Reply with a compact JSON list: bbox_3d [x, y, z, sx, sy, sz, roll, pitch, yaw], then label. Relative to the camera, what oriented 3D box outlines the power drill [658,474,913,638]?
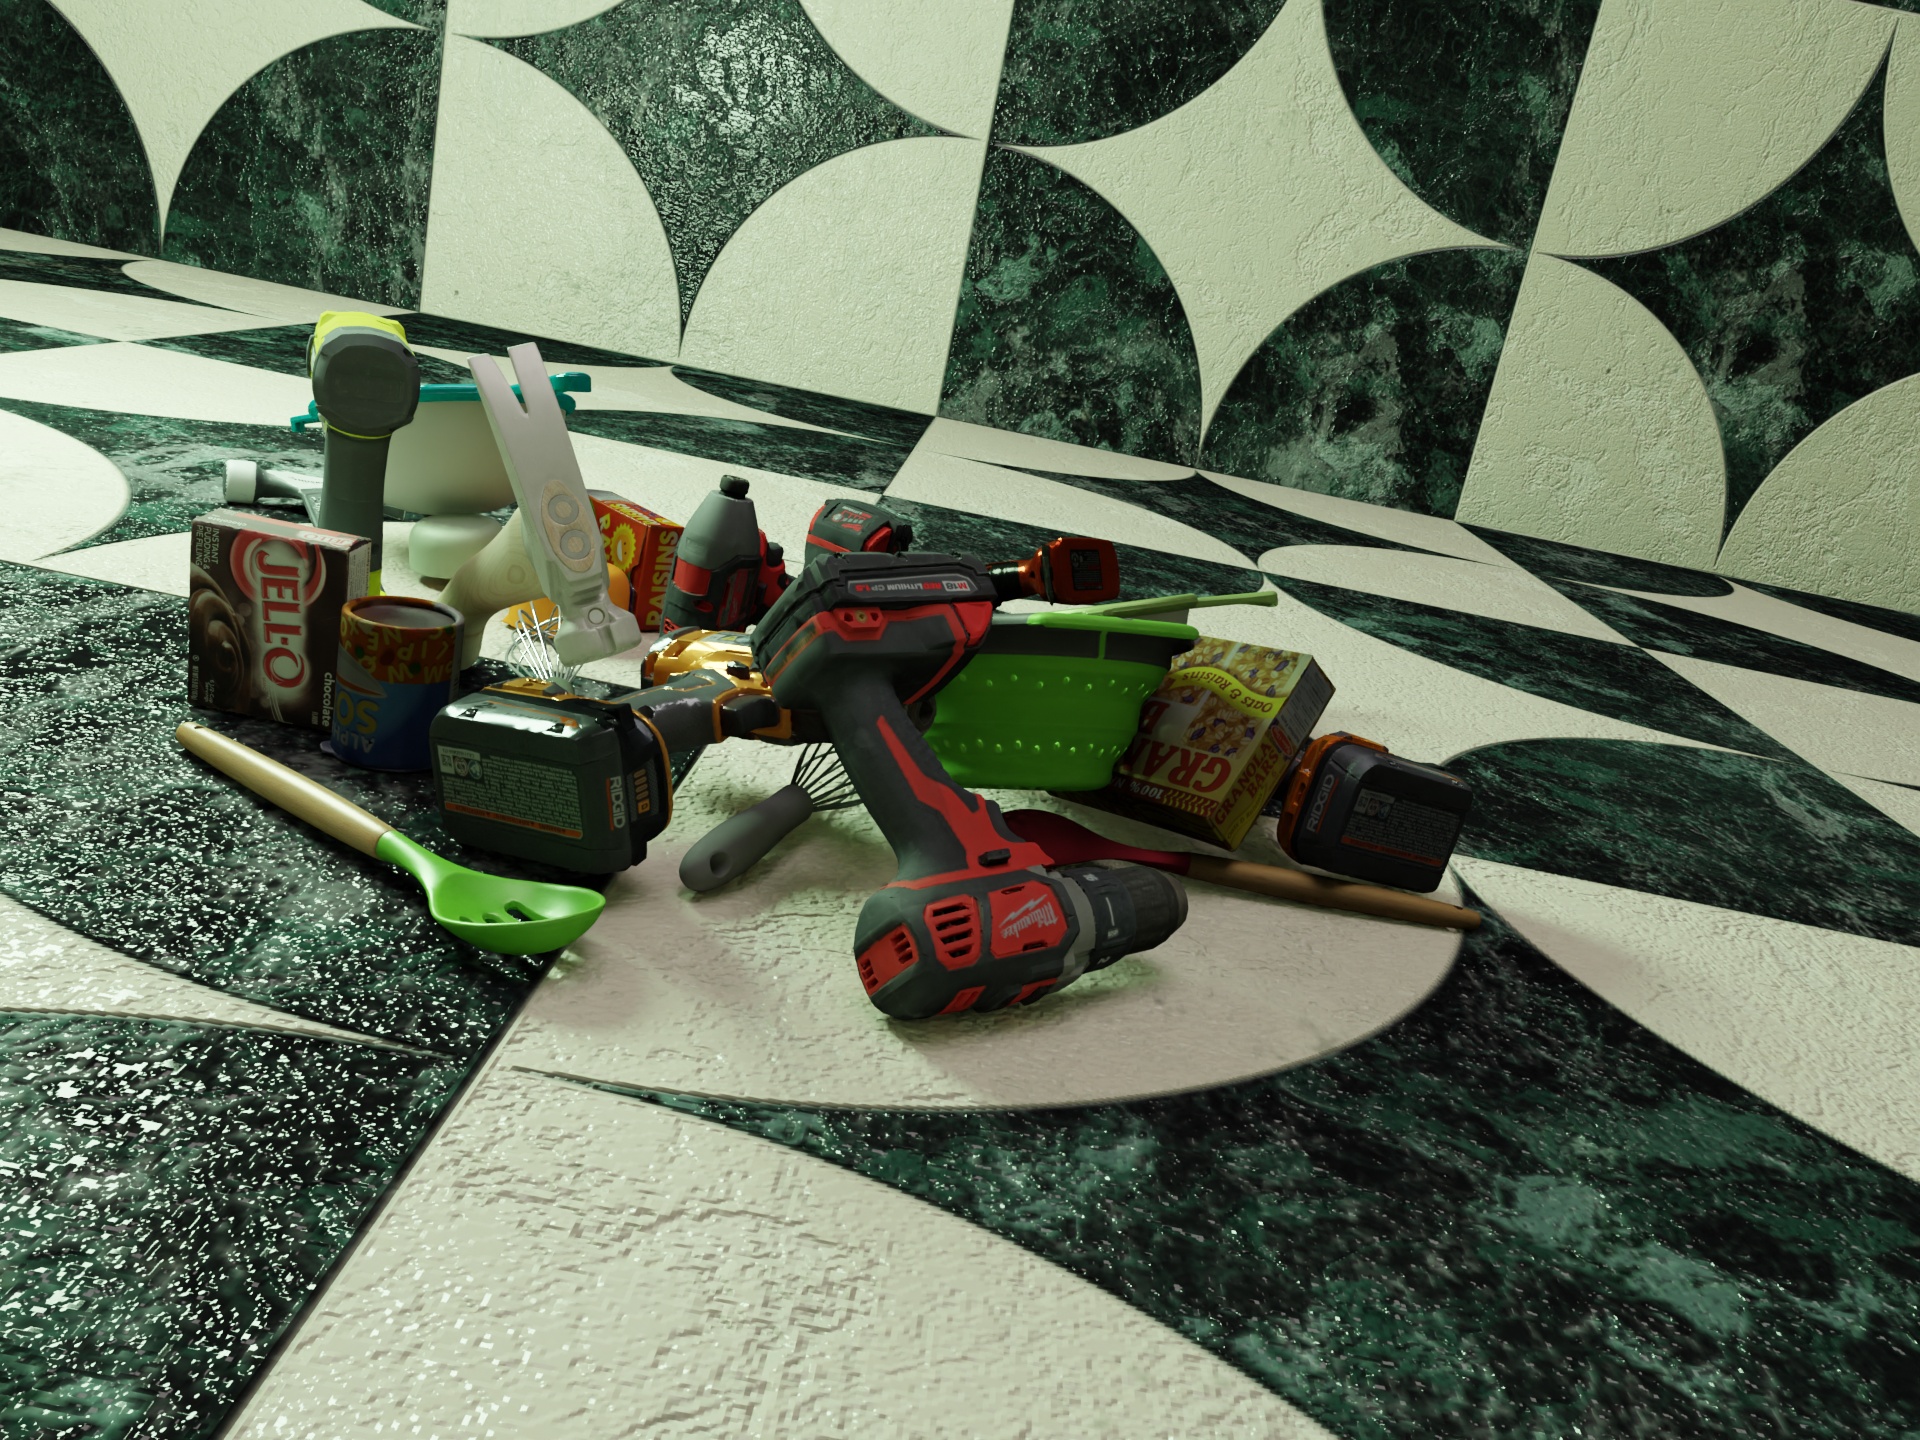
[{"bbox_3d":[-0.135,-0.116,1.222,0.079,0.143,0.219,24,18,28],"label":"power drill"}]

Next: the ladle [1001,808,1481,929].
[{"bbox_3d":[0.159,0.091,0.940,0.315,0.031,0.069,11,16,-7],"label":"ladle"}]

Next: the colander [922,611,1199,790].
[{"bbox_3d":[-0.002,-0.003,1.019,0.204,0.094,0.397,3,-3,-27],"label":"colander"}]

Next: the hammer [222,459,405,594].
[{"bbox_3d":[-0.484,-0.137,1.246,0.149,0.036,0.409,3,19,-29],"label":"hammer"}]

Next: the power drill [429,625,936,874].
[{"bbox_3d":[-0.138,0.006,0.845,0.185,0.084,0.226,8,20,30],"label":"power drill"}]

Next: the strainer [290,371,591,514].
[{"bbox_3d":[-0.381,-0.215,1.266,0.211,0.095,0.340,-7,8,-41],"label":"strainer"}]

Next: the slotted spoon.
[{"bbox_3d":[-0.291,0.052,0.771,0.314,0.031,0.070,20,19,32],"label":"slotted spoon"}]

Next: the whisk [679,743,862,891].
[{"bbox_3d":[-0.094,0.044,0.894,0.055,0.055,0.239,16,21,16],"label":"whisk"}]

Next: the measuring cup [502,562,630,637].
[{"bbox_3d":[-0.307,-0.107,1.228,0.095,0.052,0.174,4,17,-23],"label":"measuring cup"}]

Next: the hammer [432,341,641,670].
[{"bbox_3d":[-0.265,-0.086,0.890,0.038,0.146,0.411,-20,5,-25],"label":"hammer"}]

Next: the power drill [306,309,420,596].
[{"bbox_3d":[-0.378,-0.137,0.984,0.080,0.223,0.171,4,18,-25],"label":"power drill"}]

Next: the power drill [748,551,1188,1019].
[{"bbox_3d":[0.008,0.030,0.787,0.187,0.080,0.227,-5,63,-40],"label":"power drill"}]

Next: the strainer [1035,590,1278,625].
[{"bbox_3d":[0.172,-0.071,1.356,0.256,0.069,0.151,-7,3,-29],"label":"strainer"}]

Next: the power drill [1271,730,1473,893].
[{"bbox_3d":[0.222,0.037,1.053,0.164,0.084,0.227,14,8,-34],"label":"power drill"}]

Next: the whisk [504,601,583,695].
[{"bbox_3d":[-0.257,-0.019,1.003,0.059,0.057,0.247,-27,28,-5],"label":"whisk"}]

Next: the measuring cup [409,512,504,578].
[{"bbox_3d":[-0.388,-0.157,1.300,0.083,0.038,0.168,8,24,9],"label":"measuring cup"}]
